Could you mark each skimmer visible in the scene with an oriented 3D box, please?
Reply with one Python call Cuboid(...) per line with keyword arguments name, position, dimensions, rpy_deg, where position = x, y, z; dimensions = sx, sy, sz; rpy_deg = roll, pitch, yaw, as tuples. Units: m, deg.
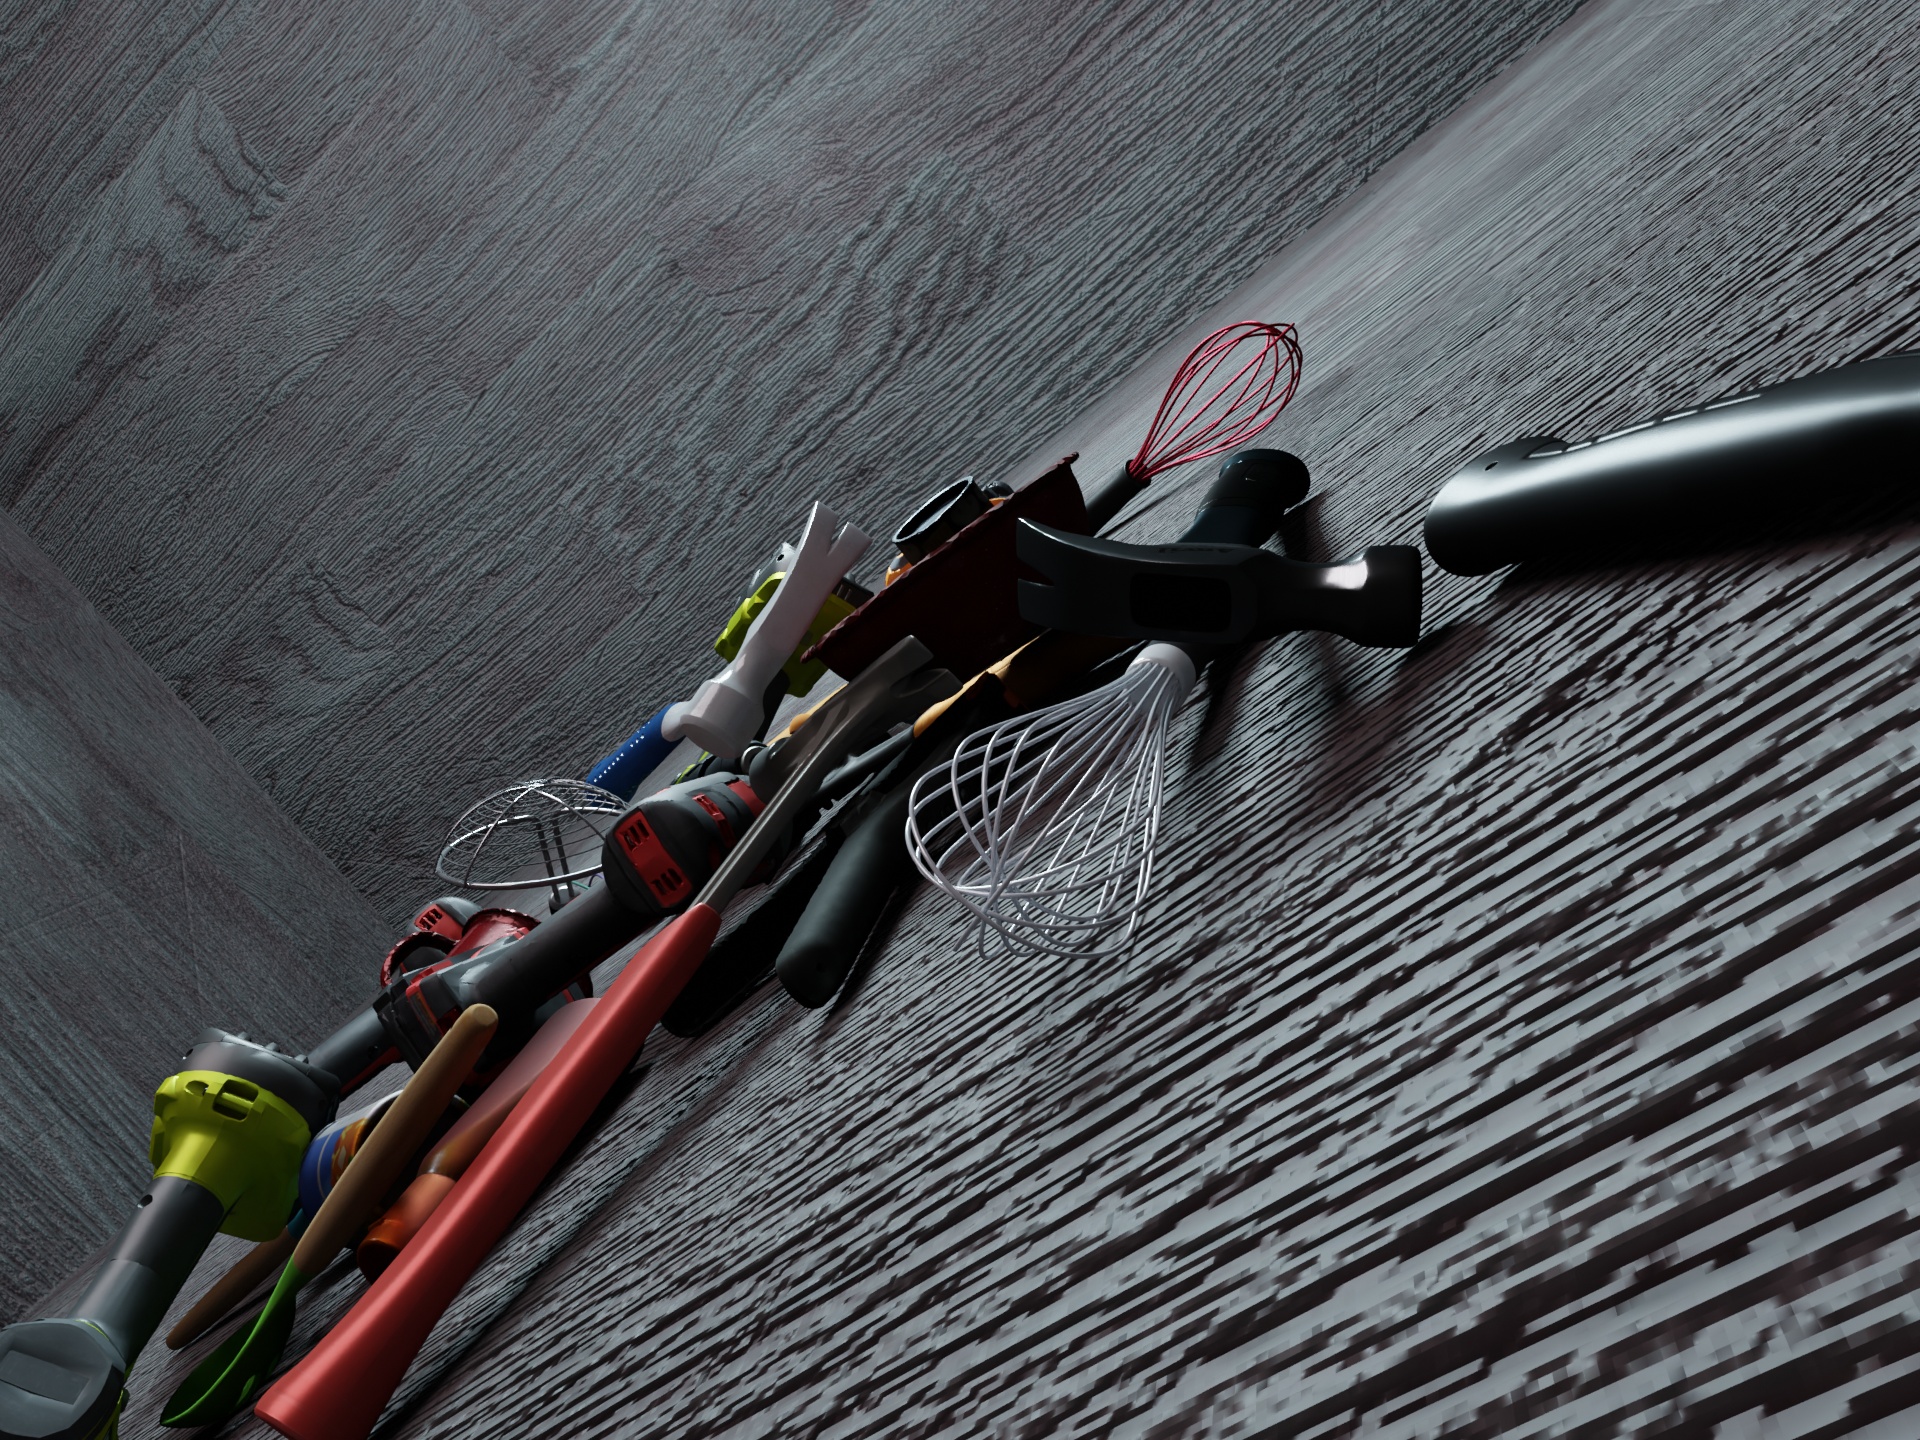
Cuboid(name="skimmer", position=(-0.270, 0.128, 1.075), dimensions=(0.127, 0.090, 0.363), rpy_deg=(-9, -23, -13))

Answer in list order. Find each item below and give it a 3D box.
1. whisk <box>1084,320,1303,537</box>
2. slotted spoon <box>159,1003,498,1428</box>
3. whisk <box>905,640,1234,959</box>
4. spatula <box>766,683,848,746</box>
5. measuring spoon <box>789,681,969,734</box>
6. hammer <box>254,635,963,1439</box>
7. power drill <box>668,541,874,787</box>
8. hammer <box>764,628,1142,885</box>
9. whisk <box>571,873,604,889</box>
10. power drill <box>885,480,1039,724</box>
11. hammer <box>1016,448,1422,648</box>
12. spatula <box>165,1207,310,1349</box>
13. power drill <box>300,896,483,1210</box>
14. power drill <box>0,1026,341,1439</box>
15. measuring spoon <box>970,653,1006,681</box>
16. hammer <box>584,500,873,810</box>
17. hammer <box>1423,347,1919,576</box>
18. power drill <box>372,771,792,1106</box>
Cuboid(name="whisk", position=(0.136, -0.183, 1.110), dimensions=(0.073, 0.073, 0.295), rpy_deg=(-47, 4, -40))
Cuboid(name="slotted spoon", position=(-0.264, 0.215, 0.667), dimensions=(0.313, 0.031, 0.070), rpy_deg=(-50, 5, 29))
Cuboid(name="whisk", position=(0.057, -0.001, 0.517), dimensions=(0.070, 0.070, 0.285), rpy_deg=(-35, 4, 30))
Cuboid(name="spatula", position=(-0.167, 0.046, 1.348), dimensions=(0.081, 0.041, 0.323), rpy_deg=(-34, 6, 37))
Cuboid(name="measuring spoon", position=(-0.050, -0.011, 0.971), dimensions=(0.117, 0.011, 0.021), rpy_deg=(-16, -6, -15))
Cuboid(name="hammer", position=(-0.125, 0.111, 0.609), dimensions=(0.149, 0.036, 0.359), rpy_deg=(-33, 18, 52))
Cuboid(name="power drill", position=(-0.138, -0.003, 1.064), dimensions=(0.190, 0.080, 0.229), rpy_deg=(-41, 25, 54))
Cuboid(name="hammer", position=(-0.001, -0.003, 0.827), dimensions=(0.337, 0.034, 0.127), rpy_deg=(-30, 12, 50))
Cuboid(name="whisk", position=(-0.263, 0.137, 1.221), dimensions=(0.047, 0.051, 0.245), rpy_deg=(-37, 10, -23))
Cuboid(name="power drill", position=(0.015, -0.093, 1.083), dimensions=(0.164, 0.084, 0.227), rpy_deg=(-38, 13, 14))
Cuboid(name="hammer", position=(0.106, -0.075, 0.612), dimensions=(0.128, 0.033, 0.331), rpy_deg=(2, 15, 14))
Cuboid(name="spatula", position=(-0.388, 0.313, 0.924), dimensions=(0.317, 0.044, 0.082), rpy_deg=(-40, 7, 32))
Cuboid(name="power drill", position=(-0.385, 0.231, 1.050), dimensions=(0.227, 0.080, 0.187), rpy_deg=(-46, -15, -26))
Cuboid(name="power drill", position=(-0.390, 0.275, 0.759), dimensions=(0.223, 0.080, 0.171), rpy_deg=(-74, 10, -52))
Cuboid(name="measuring spoon", position=(0.039, -0.046, 0.963), dimensions=(0.124, 0.018, 0.034), rpy_deg=(-45, -2, 10))
Cuboid(name="hammer", position=(-0.158, -0.006, 0.924), dimensions=(0.144, 0.035, 0.405), rpy_deg=(-61, 14, -24))
Cuboid(name="hammer", position=(0.182, -0.056, 0.298), dimensions=(0.146, 0.035, 0.335), rpy_deg=(-41, 8, -10))
Cuboid(name="power drill", position=(-0.181, 0.105, 0.823), dimensions=(0.219, 0.078, 0.143), rpy_deg=(-38, -6, 17))
